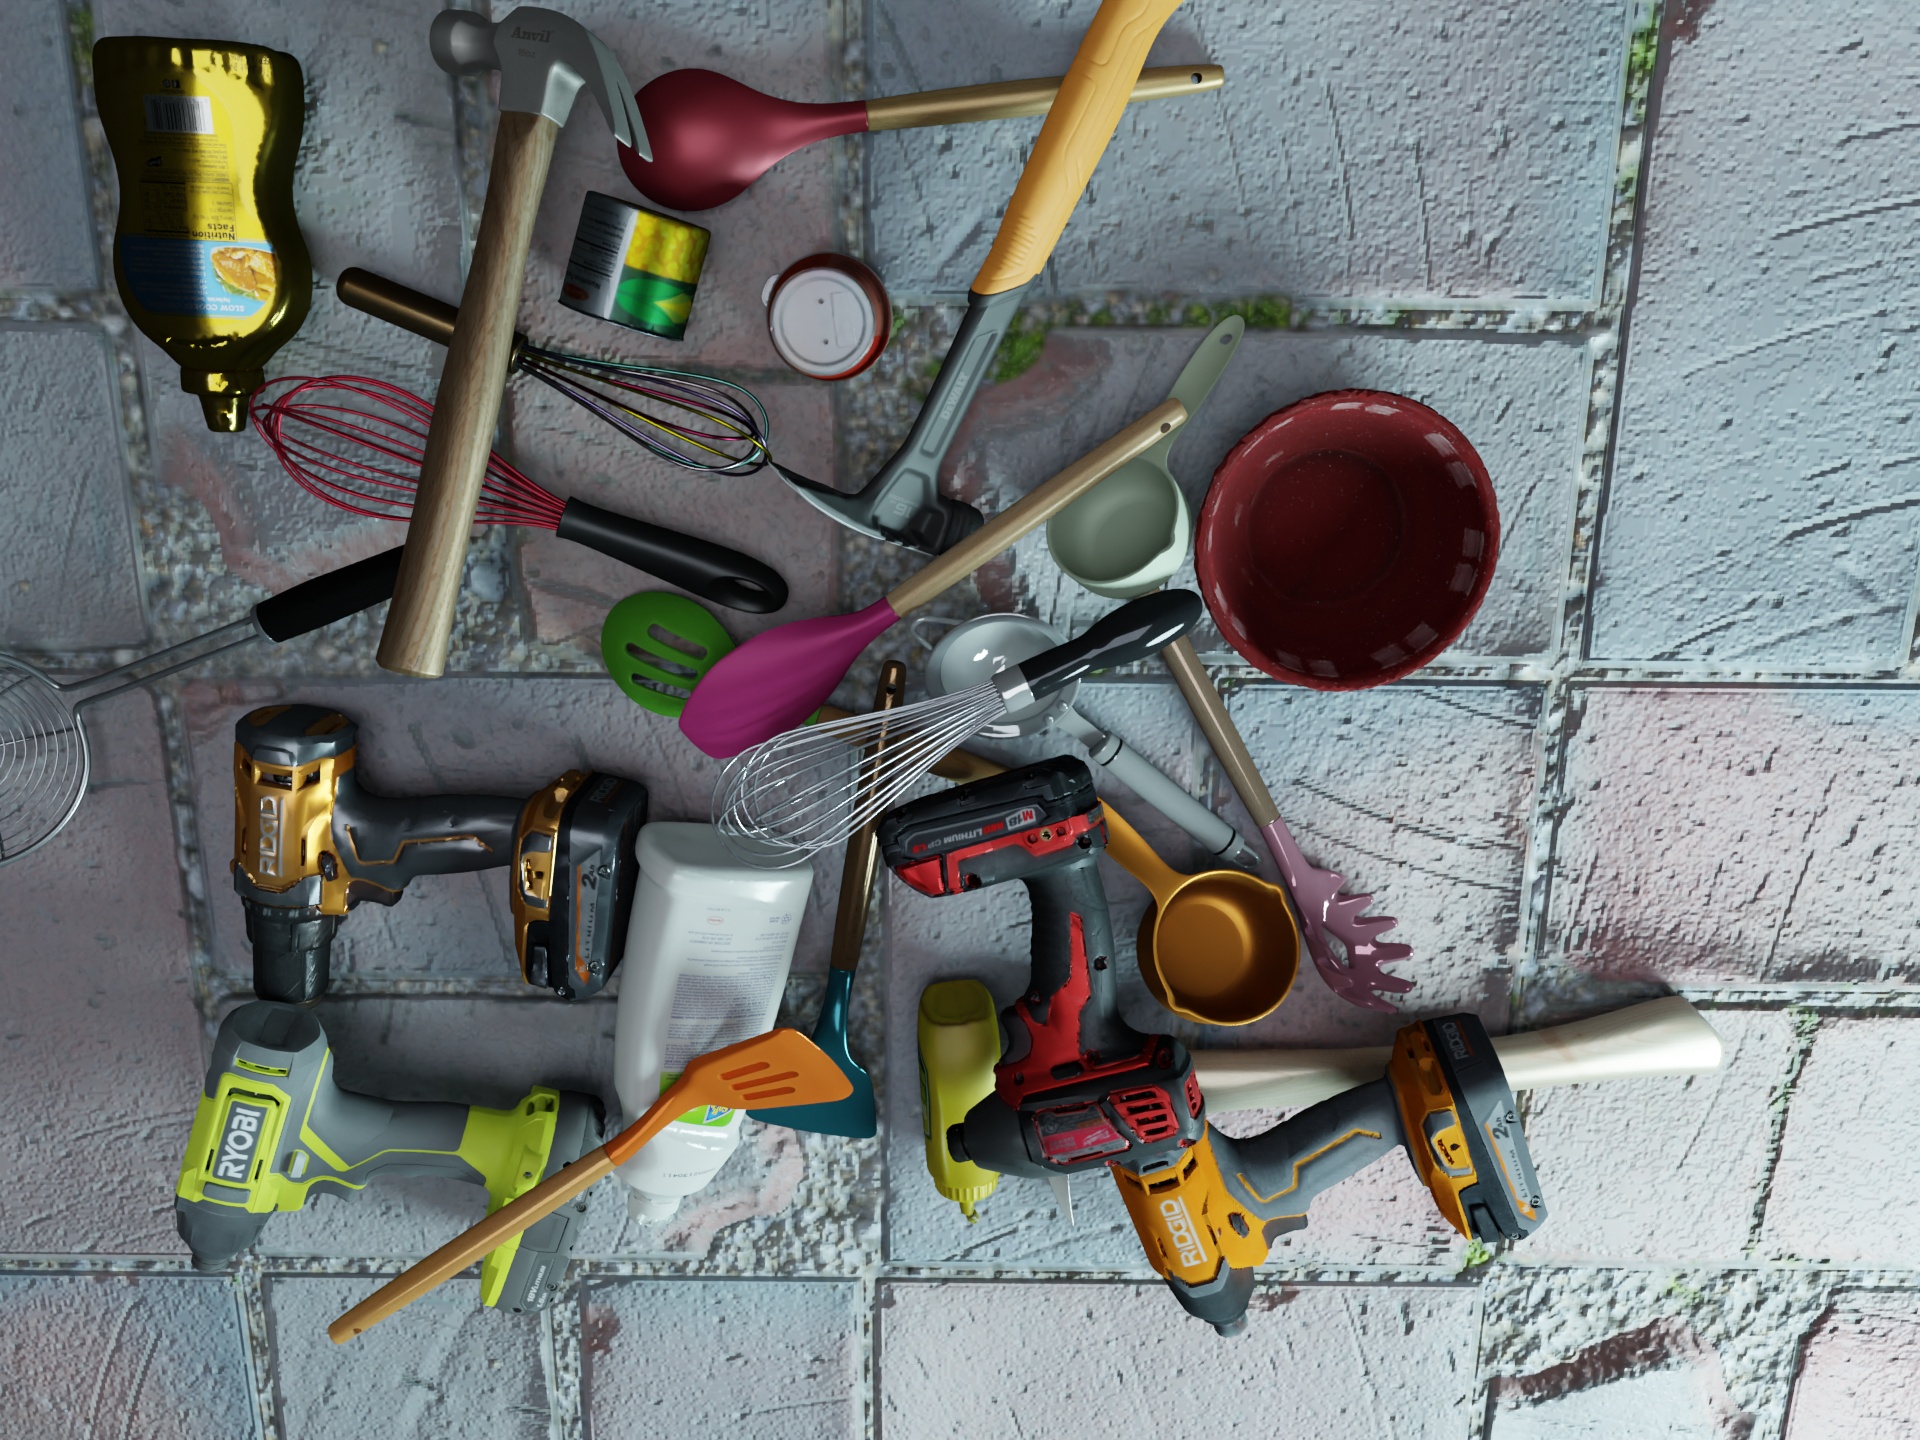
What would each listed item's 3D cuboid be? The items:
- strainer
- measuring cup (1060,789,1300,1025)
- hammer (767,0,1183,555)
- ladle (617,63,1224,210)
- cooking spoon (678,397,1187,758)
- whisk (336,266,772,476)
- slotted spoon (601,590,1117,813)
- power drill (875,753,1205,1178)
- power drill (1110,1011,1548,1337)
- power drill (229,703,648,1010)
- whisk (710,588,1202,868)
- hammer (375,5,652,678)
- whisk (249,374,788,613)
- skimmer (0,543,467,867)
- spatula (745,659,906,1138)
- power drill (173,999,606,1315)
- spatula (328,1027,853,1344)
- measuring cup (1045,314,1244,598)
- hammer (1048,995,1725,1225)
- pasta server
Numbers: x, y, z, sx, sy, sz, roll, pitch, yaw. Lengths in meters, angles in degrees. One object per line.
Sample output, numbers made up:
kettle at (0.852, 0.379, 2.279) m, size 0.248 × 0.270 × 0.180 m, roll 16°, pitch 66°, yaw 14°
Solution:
strainer at (0.075, 0.010, 0.901) m, size 0.258 × 0.050 × 0.087 m, roll 38°, pitch 120°, yaw -16°
measuring cup at (0.115, 0.102, 0.918) m, size 0.173 × 0.052 × 0.095 m, roll 45°, pitch 75°, yaw 2°
hammer at (0.026, -0.243, 0.797) m, size 0.127 × 0.034 × 0.337 m, roll 15°, pitch 110°, yaw -41°
ladle at (-0.022, -0.311, 0.815) m, size 0.315 × 0.031 × 0.069 m, roll -7°, pitch 107°, yaw 0°
cooking spoon at (-0.015, -0.075, 0.849) m, size 0.319 × 0.017 × 0.068 m, roll -34°, pitch 133°, yaw 7°
whisk at (-0.213, -0.188, 0.843) m, size 0.245 × 0.047 × 0.051 m, roll 22°, pitch 106°, yaw -3°
slotted spoon at (-0.056, 0.004, 0.906) m, size 0.313 × 0.031 × 0.070 m, roll 20°, pitch 107°, yaw -7°
power drill at (0.037, 0.140, 0.867) m, size 0.143 × 0.078 × 0.219 m, roll -17°, pitch 90°, yaw 15°
power drill at (0.211, 0.271, 0.922) m, size 0.226 × 0.084 × 0.164 m, roll -18°, pitch 109°, yaw 10°
power drill at (-0.304, 0.098, 0.909) m, size 0.226 × 0.084 × 0.185 m, roll 10°, pitch 108°, yaw 1°
whisk at (-0.002, -0.004, 0.840) m, size 0.284 × 0.070 × 0.070 m, roll -26°, pitch 105°, yaw -1°
hammer at (-0.235, -0.184, 0.785) m, size 0.130 × 0.031 × 0.331 m, roll 14°, pitch 93°, yaw 24°
whisk at (-0.233, -0.117, 0.857) m, size 0.295 × 0.073 × 0.073 m, roll 20°, pitch 105°, yaw -12°
skimmer at (-0.433, -0.019, 0.849) m, size 0.363 × 0.090 × 0.127 m, roll -19°, pitch 115°, yaw 13°
spatula at (-0.065, 0.114, 0.926) m, size 0.082 × 0.044 × 0.317 m, roll 10°, pitch 107°, yaw -3°
power drill at (-0.336, 0.269, 0.936) m, size 0.223 × 0.080 × 0.171 m, roll 17°, pitch 108°, yaw -16°
spatula at (-0.214, 0.263, 0.890) m, size 0.322 × 0.041 × 0.080 m, roll -33°, pitch 134°, yaw -1°
measuring cup at (0.111, -0.140, 0.856) m, size 0.083 × 0.038 × 0.167 m, roll 30°, pitch 86°, yaw 34°
hammer at (0.250, 0.222, 0.964) m, size 0.410 × 0.038 × 0.146 m, roll -5°, pitch 108°, yaw 1°
pasta server at (0.169, 0.033, 0.908) m, size 0.040 × 0.060 × 0.316 m, roll -16°, pitch 108°, yaw 50°
